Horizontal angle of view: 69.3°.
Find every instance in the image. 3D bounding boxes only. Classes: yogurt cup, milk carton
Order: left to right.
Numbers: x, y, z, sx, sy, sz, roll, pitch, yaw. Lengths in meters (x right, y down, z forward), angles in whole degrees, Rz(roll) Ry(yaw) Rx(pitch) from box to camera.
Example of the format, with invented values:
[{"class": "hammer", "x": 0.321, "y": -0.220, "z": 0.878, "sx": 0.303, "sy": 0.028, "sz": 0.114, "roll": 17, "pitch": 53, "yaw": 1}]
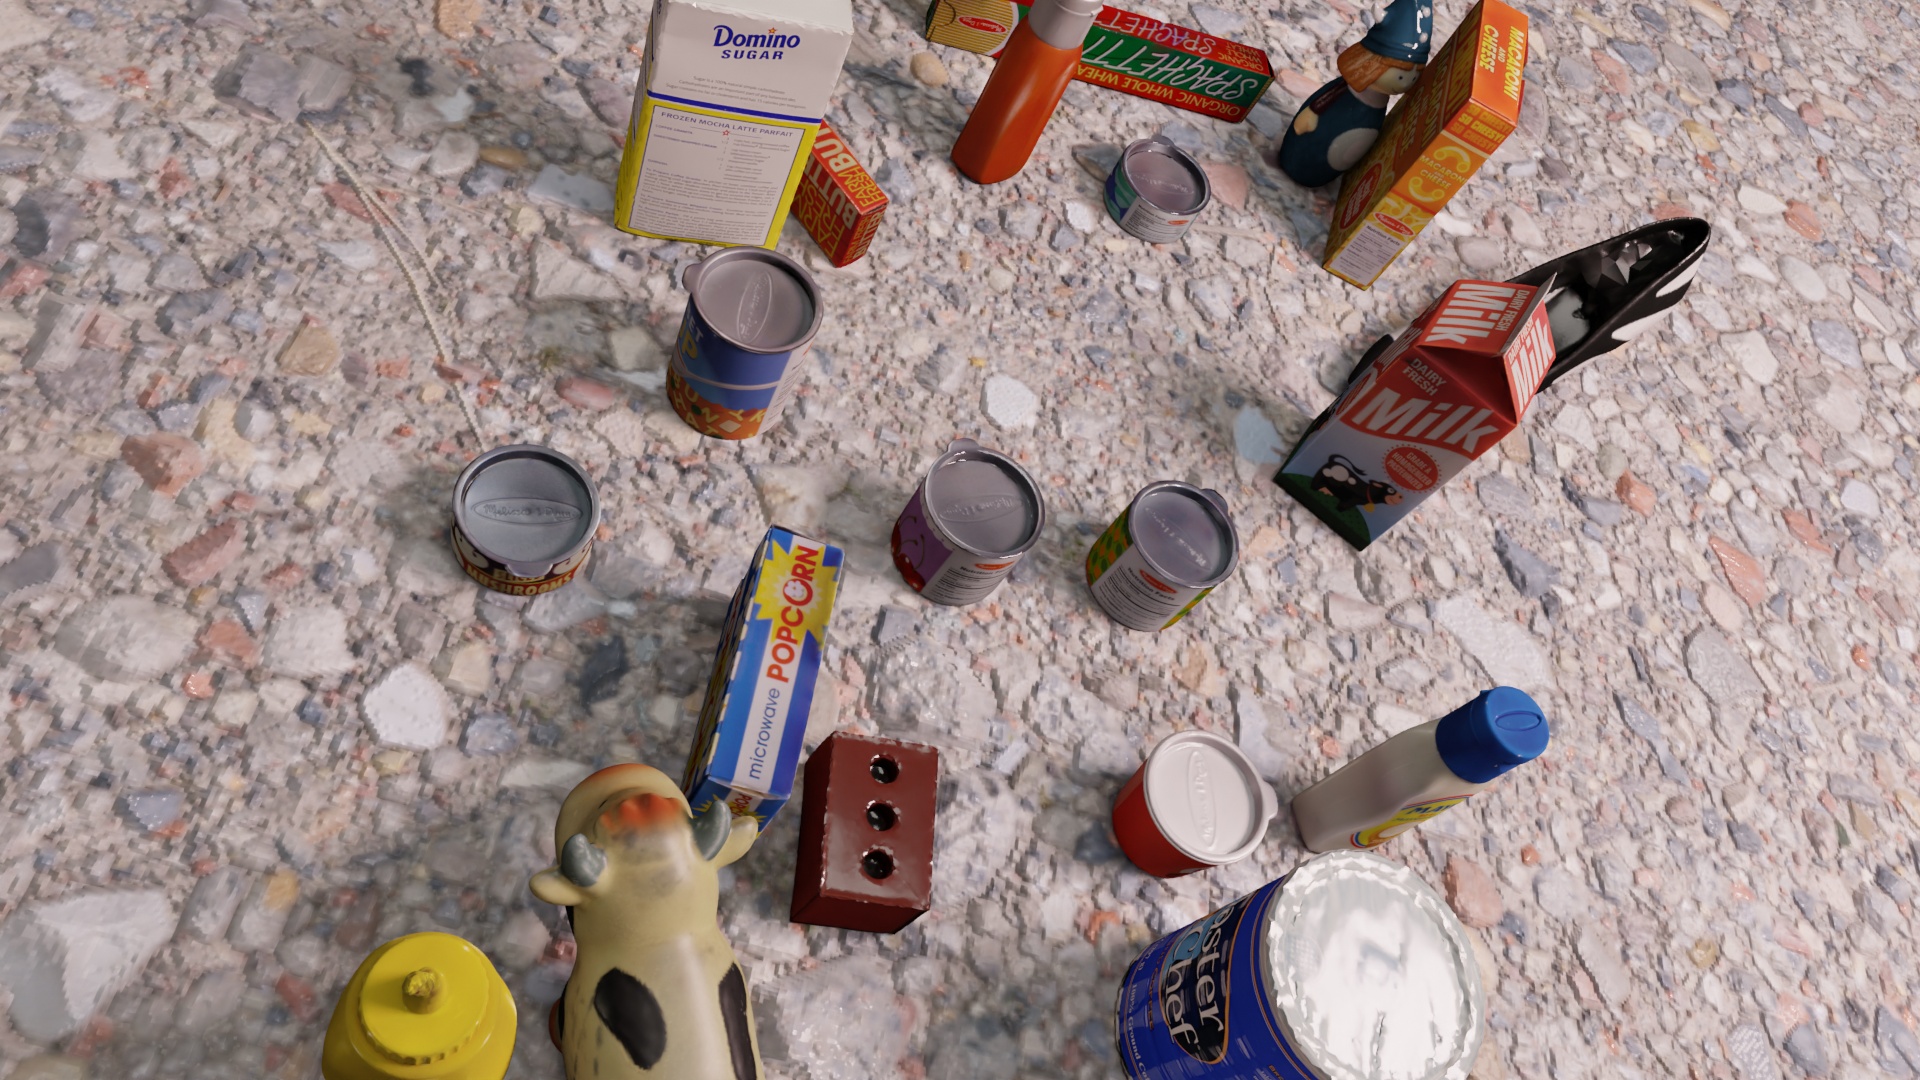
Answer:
[{"class": "yogurt cup", "x": 0.112, "y": 0.135, "z": 0.694, "sx": 0.072, "sy": 0.053, "sz": 0.073, "roll": 11, "pitch": 58, "yaw": -17}, {"class": "milk carton", "x": 0.271, "y": -0.079, "z": 0.804, "sx": 0.073, "sy": 0.189, "sz": 0.073, "roll": 40, "pitch": 54, "yaw": 2}]

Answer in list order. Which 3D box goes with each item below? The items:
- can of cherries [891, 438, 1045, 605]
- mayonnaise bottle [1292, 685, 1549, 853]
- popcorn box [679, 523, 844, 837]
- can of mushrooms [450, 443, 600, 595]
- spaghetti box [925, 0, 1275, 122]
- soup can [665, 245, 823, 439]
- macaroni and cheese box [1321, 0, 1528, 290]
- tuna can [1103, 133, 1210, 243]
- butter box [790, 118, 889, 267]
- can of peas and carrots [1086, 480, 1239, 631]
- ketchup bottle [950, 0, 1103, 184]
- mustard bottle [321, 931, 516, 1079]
[{"class": "can of cherries", "x": 0.003, "y": -0.009, "z": 0.730, "sx": 0.071, "sy": 0.058, "sz": 0.072, "roll": 11, "pitch": 58, "yaw": -17}, {"class": "mayonnaise bottle", "x": 0.231, "y": 0.118, "z": 0.697, "sx": 0.065, "sy": 0.147, "sz": 0.041, "roll": -2, "pitch": 63, "yaw": -24}, {"class": "popcorn box", "x": -0.092, "y": 0.069, "z": 0.627, "sx": 0.038, "sy": 0.084, "sz": 0.127, "roll": 18, "pitch": 56, "yaw": -13}, {"class": "can of mushrooms", "x": -0.206, "y": -0.007, "z": 0.656, "sx": 0.071, "sy": 0.033, "sz": 0.071, "roll": 11, "pitch": 58, "yaw": -17}, {"class": "spaghetti box", "x": 0.100, "y": -0.347, "z": 0.976, "sx": 0.250, "sy": 0.050, "sz": 0.029, "roll": 8, "pitch": 59, "yaw": -18}, {"class": "soup can", "x": -0.116, "y": -0.102, "z": 0.719, "sx": 0.071, "sy": 0.083, "sz": 0.071, "roll": 11, "pitch": 58, "yaw": -17}, {"class": "macaroni and cheese box", "x": 0.318, "y": -0.270, "z": 0.952, "sx": 0.040, "sy": 0.165, "sz": 0.124, "roll": 26, "pitch": 55, "yaw": -7}, {"class": "tuna can", "x": 0.131, "y": -0.237, "z": 0.935, "sx": 0.071, "sy": 0.032, "sz": 0.071, "roll": 11, "pitch": 58, "yaw": -17}, {"class": "butter box", "x": -0.086, "y": -0.216, "z": 0.818, "sx": 0.024, "sy": 0.053, "sz": 0.103, "roll": -30, "pitch": 76, "yaw": -34}, {"class": "can of peas and carrots", "x": 0.112, "y": 0.008, "z": 0.766, "sx": 0.071, "sy": 0.058, "sz": 0.071, "roll": 11, "pitch": 58, "yaw": -17}, {"class": "ketchup bottle", "x": 0.045, "y": -0.288, "z": 0.857, "sx": 0.043, "sy": 0.148, "sz": 0.065, "roll": 43, "pitch": 54, "yaw": 5}, {"class": "mustard bottle", "x": -0.186, "y": 0.168, "z": 0.483, "sx": 0.065, "sy": 0.159, "sz": 0.049, "roll": 23, "pitch": 55, "yaw": -9}]
